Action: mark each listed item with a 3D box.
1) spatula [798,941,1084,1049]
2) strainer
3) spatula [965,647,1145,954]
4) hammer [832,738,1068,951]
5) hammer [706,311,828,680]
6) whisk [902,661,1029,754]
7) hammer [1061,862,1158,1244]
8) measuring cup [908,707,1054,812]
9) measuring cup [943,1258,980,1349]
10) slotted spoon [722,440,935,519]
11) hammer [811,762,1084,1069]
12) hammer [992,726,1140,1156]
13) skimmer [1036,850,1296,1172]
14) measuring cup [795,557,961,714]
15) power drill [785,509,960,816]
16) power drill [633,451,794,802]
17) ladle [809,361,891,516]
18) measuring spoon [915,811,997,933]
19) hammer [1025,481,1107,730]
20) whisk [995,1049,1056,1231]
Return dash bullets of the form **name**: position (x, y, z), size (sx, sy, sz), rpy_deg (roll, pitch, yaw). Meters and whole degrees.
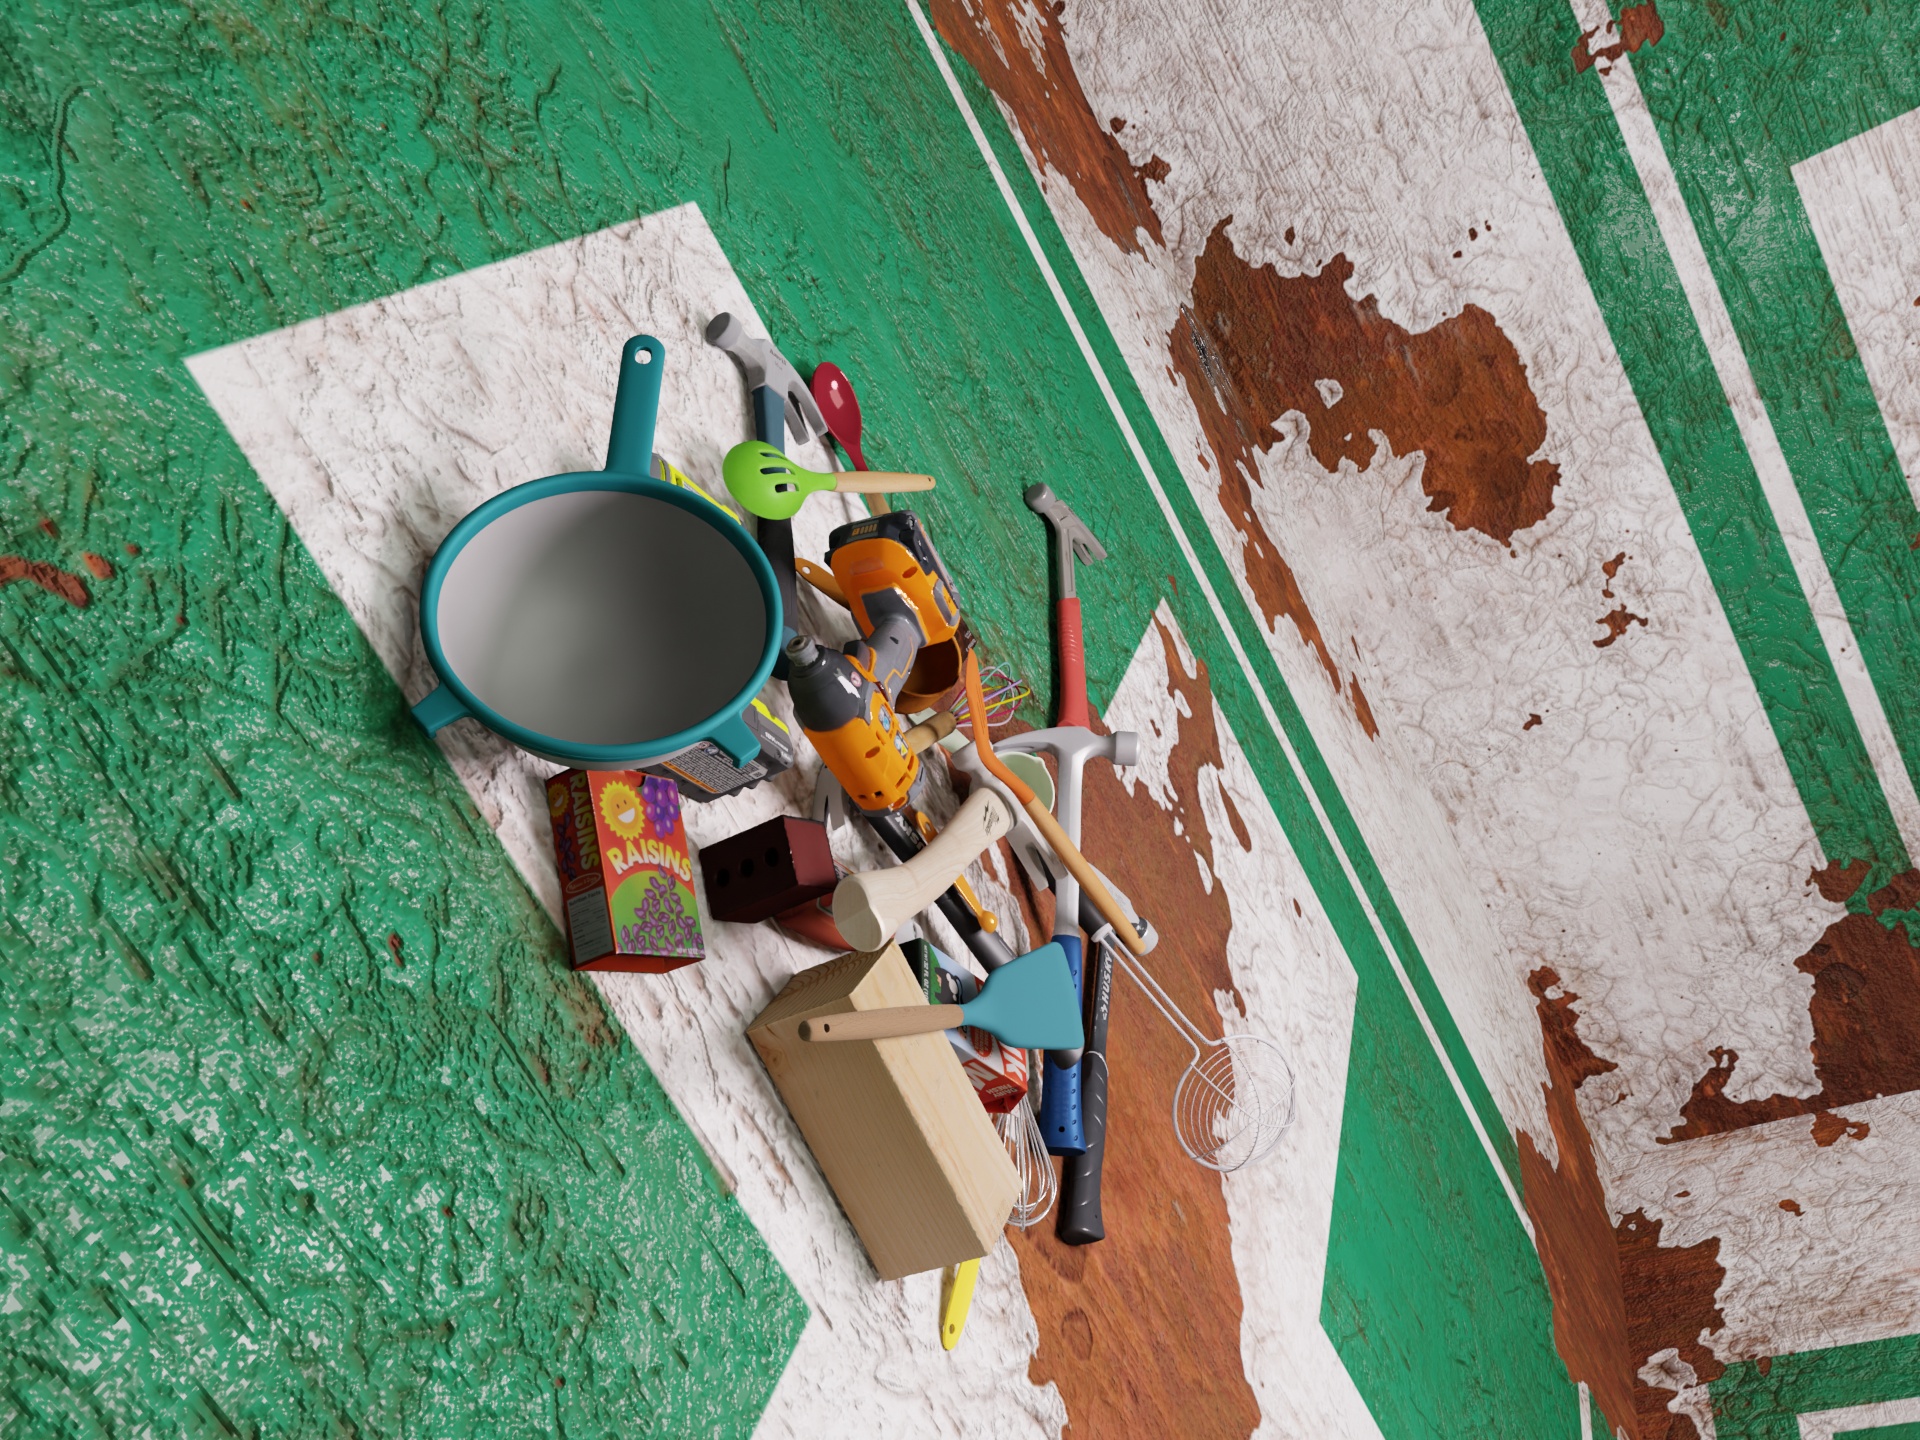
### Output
- **spatula**: position (-0.008, 0.199, 1.088), size (0.317, 0.044, 0.082), rpy_deg (11, 63, -60)
- **strainer**: position (-0.219, -0.098, 1.013), size (0.095, 0.211, 0.341), rpy_deg (109, -16, -54)
- **spatula**: position (0.079, 0.082, 1.376), size (0.322, 0.041, 0.081), rpy_deg (53, 18, -20)
- **hammer**: position (-0.005, 0.112, 1.229), size (0.146, 0.038, 0.410), rpy_deg (58, 18, 0)
- **hammer**: position (-0.157, -0.183, 1.325), size (0.128, 0.033, 0.331), rpy_deg (33, 43, -48)
- **whisk**: position (0.000, -0.005, 1.385), size (0.047, 0.051, 0.245), rpy_deg (30, 25, 15)
- **hammer**: position (0.127, 0.304, 1.484), size (0.149, 0.036, 0.409), rpy_deg (51, 31, -29)
- **measuring cup**: position (0.010, 0.040, 1.450), size (0.167, 0.038, 0.083), rpy_deg (40, 72, -5)
- **measuring cup**: position (0.000, 0.393, 1.193), size (0.062, 0.029, 0.157), rpy_deg (48, 44, -35)
- **slotted spoon**: position (-0.100, -0.208, 1.374), size (0.313, 0.031, 0.070), rpy_deg (-15, 79, -62)
- **hammer**: position (-0.004, 0.157, 1.307), size (0.334, 0.035, 0.146), rpy_deg (53, 28, -13)
- **hammer**: position (0.090, 0.187, 1.444), size (0.035, 0.144, 0.406), rpy_deg (92, 1, -62)
- **skimmer**: position (0.169, 0.253, 1.483), size (0.363, 0.127, 0.090), rpy_deg (49, -14, 21)
- **measuring cup**: position (-0.082, -0.074, 1.372), size (0.173, 0.052, 0.095), rpy_deg (38, 53, -4)
- **power drill**: position (-0.072, -0.060, 1.229), size (0.227, 0.084, 0.164), rpy_deg (-79, 149, -42)
- **power drill**: position (-0.183, -0.064, 1.133), size (0.171, 0.080, 0.223), rpy_deg (39, 35, -51)
- **ladle**: position (-0.071, -0.190, 1.454), size (0.069, 0.031, 0.316), rpy_deg (0, 61, -56)
- **measuring spoon**: position (-0.002, 0.122, 1.292), size (0.117, 0.011, 0.021), rpy_deg (58, 27, -5)
- **hammer**: position (0.128, -0.104, 1.808), size (0.149, 0.037, 0.359), rpy_deg (43, 34, -41)
- **whisk**: position (0.046, 0.305, 1.324), size (0.059, 0.058, 0.247), rpy_deg (91, -2, -48)
